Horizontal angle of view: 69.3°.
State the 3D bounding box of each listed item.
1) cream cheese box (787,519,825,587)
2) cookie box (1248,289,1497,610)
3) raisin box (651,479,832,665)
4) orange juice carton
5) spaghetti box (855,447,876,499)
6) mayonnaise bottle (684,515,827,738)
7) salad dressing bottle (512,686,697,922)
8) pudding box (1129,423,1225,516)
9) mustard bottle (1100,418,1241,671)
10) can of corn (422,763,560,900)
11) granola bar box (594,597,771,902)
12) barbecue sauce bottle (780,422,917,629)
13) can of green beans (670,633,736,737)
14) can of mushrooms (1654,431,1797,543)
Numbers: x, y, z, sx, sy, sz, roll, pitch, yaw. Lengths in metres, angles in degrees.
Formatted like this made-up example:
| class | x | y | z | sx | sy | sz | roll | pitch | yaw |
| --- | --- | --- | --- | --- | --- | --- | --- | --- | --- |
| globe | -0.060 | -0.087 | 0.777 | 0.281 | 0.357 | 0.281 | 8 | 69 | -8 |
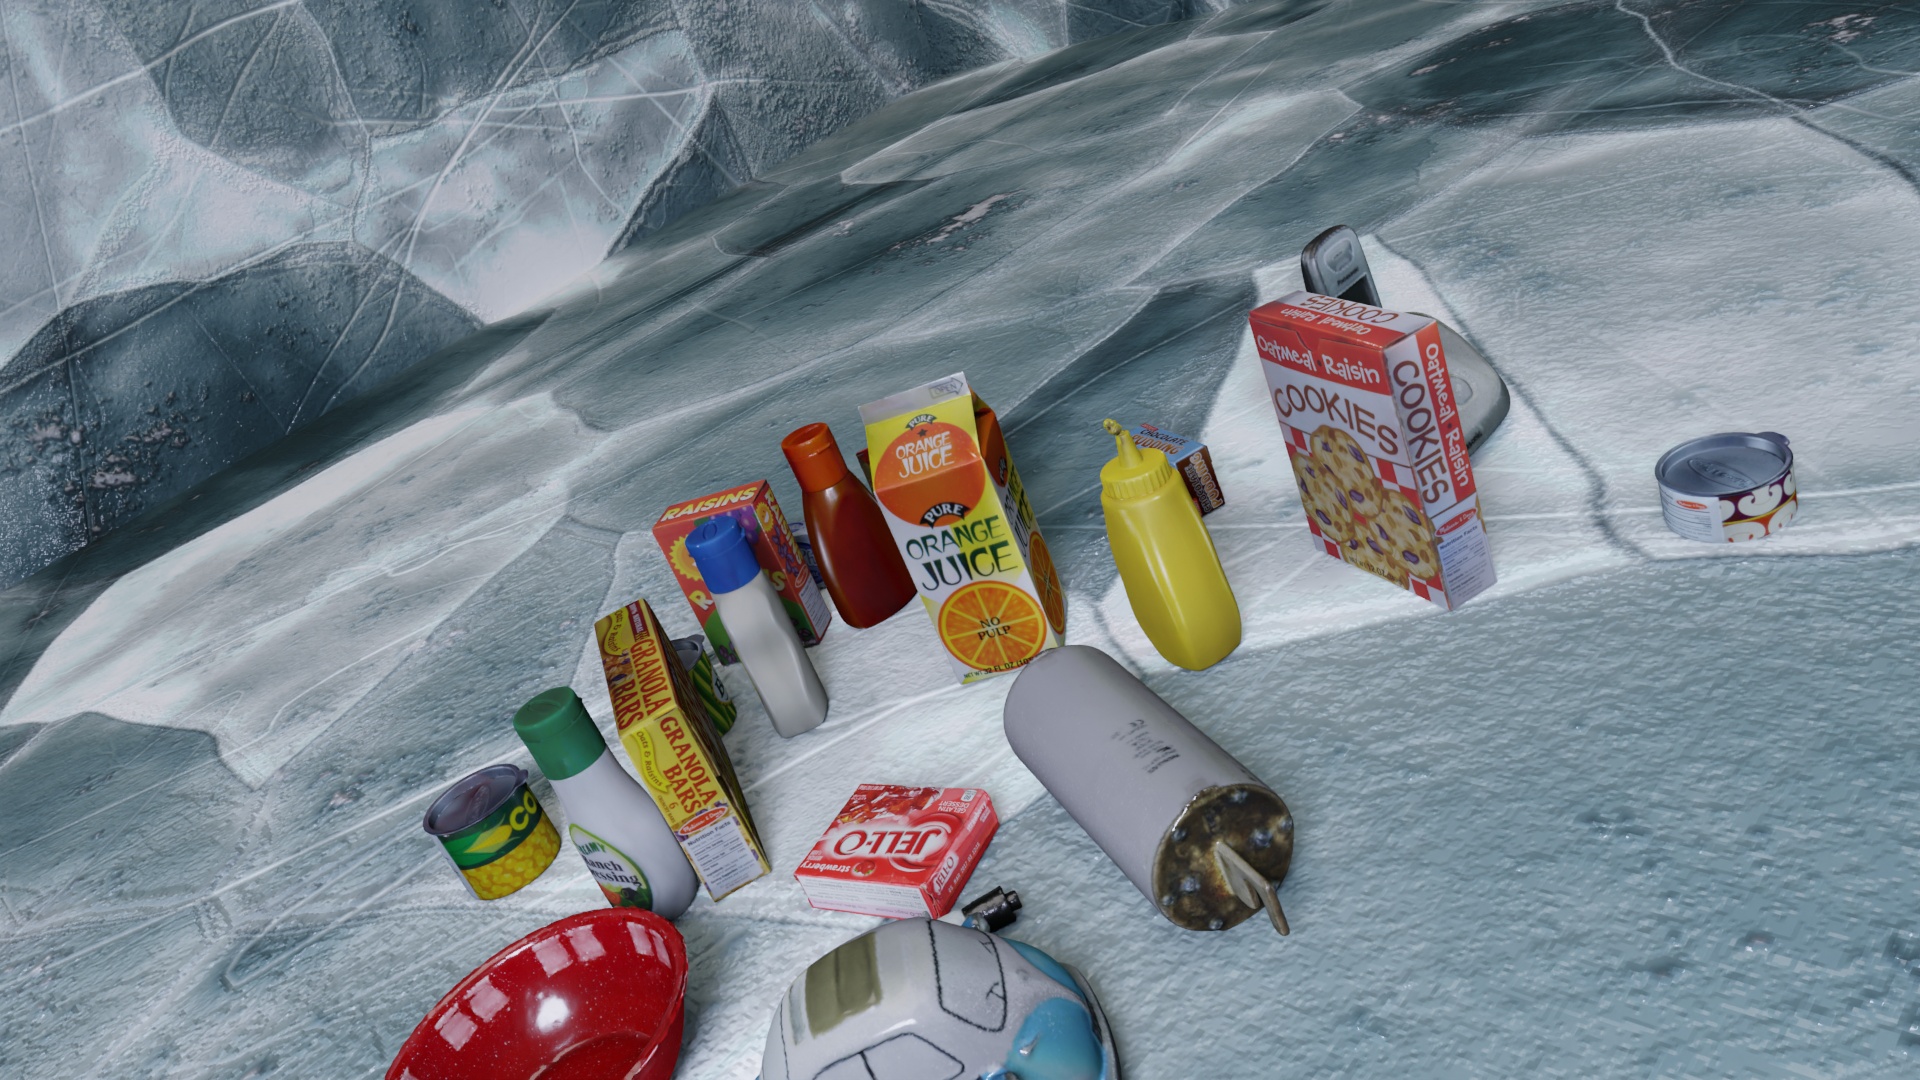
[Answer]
| class | x | y | z | sx | sy | sz | roll | pitch | yaw |
| --- | --- | --- | --- | --- | --- | --- | --- | --- | --- |
| cream cheese box | -0.126 | 0.012 | 1.097 | 0.103 | 0.053 | 0.024 | -9 | 28 | 26 |
| cookie box | 0.235 | -0.054 | 0.798 | 0.040 | 0.166 | 0.123 | -29 | 25 | -13 |
| raisin box | -0.158 | 0.025 | 1.017 | 0.086 | 0.123 | 0.040 | -13 | 26 | 19 |
| orange juice carton | 0.003 | -0.011 | 0.872 | 0.072 | 0.192 | 0.073 | -16 | 26 | 15 |
| spaghetti box | -0.025 | -0.023 | 1.088 | 0.029 | 0.050 | 0.250 | -28 | 26 | -12 |
| mayonnaise bottle | -0.132 | 0.055 | 0.906 | 0.041 | 0.147 | 0.065 | -23 | 25 | -1 |
| salad dressing bottle | -0.198 | 0.149 | 0.773 | 0.064 | 0.147 | 0.044 | -1 | 33 | 39 |
| pudding box | 0.150 | -0.051 | 0.999 | 0.030 | 0.049 | 0.084 | -29 | 26 | -14 |
| mustard bottle | 0.115 | -0.002 | 0.800 | 0.049 | 0.159 | 0.065 | -31 | 26 | -16 |
| can of corn | -0.296 | 0.185 | 0.889 | 0.071 | 0.058 | 0.071 | -18 | 25 | 9 |
| granola bar box | -0.170 | 0.120 | 0.836 | 0.039 | 0.123 | 0.166 | -27 | 25 | -9 |
| barbecue sauce bottle | -0.083 | -0.012 | 0.998 | 0.065 | 0.148 | 0.043 | -37 | 28 | -28 |
| can of green beans | -0.196 | 0.109 | 0.957 | 0.071 | 0.057 | 0.071 | -18 | 25 | 9 |
| can of mushrooms | 0.418 | -0.030 | 0.755 | 0.071 | 0.033 | 0.071 | -18 | 25 | 9 |
